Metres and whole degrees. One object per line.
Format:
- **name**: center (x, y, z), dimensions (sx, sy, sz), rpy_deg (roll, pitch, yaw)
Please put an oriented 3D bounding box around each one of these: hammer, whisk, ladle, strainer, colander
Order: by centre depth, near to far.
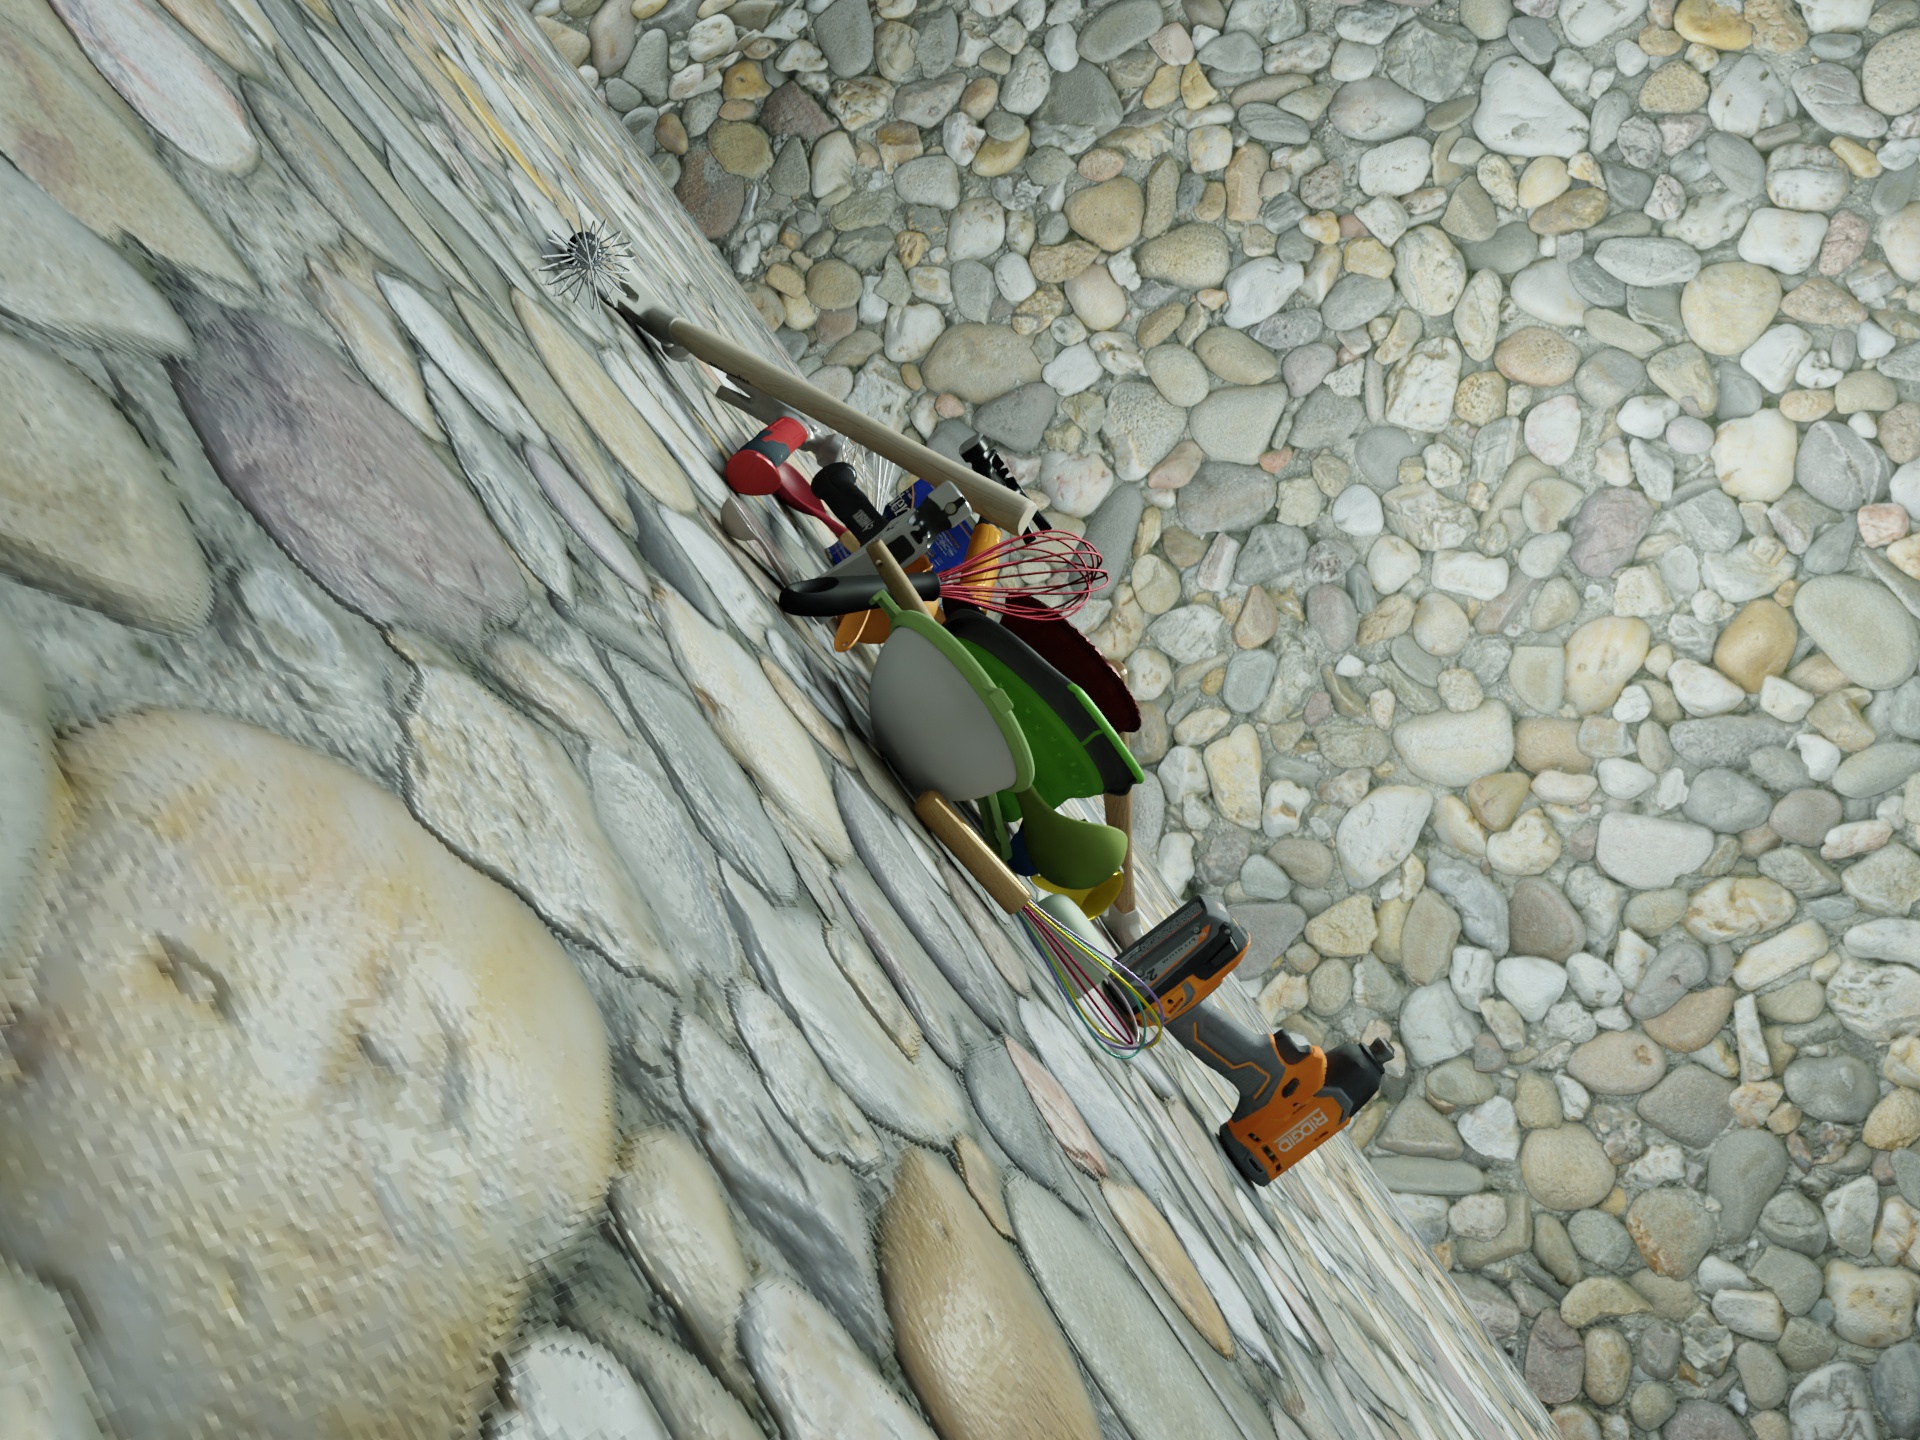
- **whisk**: center (0.051, 0.142, 1.083), dimensions (0.245, 0.051, 0.047), rpy_deg (48, -21, -13)
- **strainer**: center (-0.011, 0.037, 1.130), dimensions (0.152, 0.069, 0.256), rpy_deg (41, -21, 37)
- **ladle**: center (0.024, -0.002, 1.174), dimensions (0.320, 0.078, 0.062), rpy_deg (58, 39, -18)
- **whisk**: center (-0.005, -0.103, 1.195), dimensions (0.295, 0.073, 0.073), rpy_deg (-9, 52, -35)
- **whisk**: center (-0.287, -0.358, 1.222), dimensions (0.070, 0.070, 0.285), rpy_deg (51, 1, -23)
- **hammer**: center (-0.091, -0.171, 1.346), dimensions (0.035, 0.146, 0.335), rpy_deg (52, 0, -22)
- **colander**: center (-0.002, -0.004, 1.356), dimensions (0.204, 0.094, 0.397), rpy_deg (52, -12, -28)
- **hammer**: center (-0.118, -0.269, 1.363), dimensions (0.411, 0.038, 0.146), rpy_deg (30, 1, 15)
- **hammer**: center (-0.186, -0.262, 1.469), dimensions (0.143, 0.038, 0.386), rpy_deg (32, 14, -8)
- **ladle**: center (-0.091, -0.158, 1.480), dimensions (0.316, 0.031, 0.069), rpy_deg (43, 13, 35)
- **hammer**: center (0.080, 0.070, 1.486), dimensions (0.035, 0.144, 0.405), rpy_deg (23, 15, 3)
- **hammer**: center (0.027, -0.162, 1.500), dimensions (0.127, 0.034, 0.337), rpy_deg (51, 23, -20)
- **hammer**: center (0.151, 0.087, 1.533), dimensions (0.130, 0.031, 0.331), rpy_deg (45, -32, 51)
- **whisk**: center (-0.086, -0.190, 1.551), dimensions (0.057, 0.059, 0.247), rpy_deg (13, 56, -28)

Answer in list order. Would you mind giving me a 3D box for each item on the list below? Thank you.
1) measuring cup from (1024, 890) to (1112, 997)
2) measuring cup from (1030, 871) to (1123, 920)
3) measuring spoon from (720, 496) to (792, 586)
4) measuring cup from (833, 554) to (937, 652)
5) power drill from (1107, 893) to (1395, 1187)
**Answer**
- **measuring cup**: center (0.080, 0.153, 1.218), dimensions (0.083, 0.038, 0.168), rpy_deg (53, 8, -10)
- **measuring cup**: center (0.094, 0.142, 1.414), dimensions (0.029, 0.062, 0.156), rpy_deg (43, 9, 34)
- **measuring spoon**: center (-0.145, -0.117, 1.156), dimensions (0.034, 0.018, 0.124), rpy_deg (57, 0, 35)
- **measuring cup**: center (-0.070, -0.079, 1.291), dimensions (0.174, 0.095, 0.052), rpy_deg (-71, 150, -57)
- **power drill**: center (0.248, 0.260, 1.339), dimensions (0.226, 0.164, 0.084), rpy_deg (51, 6, -5)
